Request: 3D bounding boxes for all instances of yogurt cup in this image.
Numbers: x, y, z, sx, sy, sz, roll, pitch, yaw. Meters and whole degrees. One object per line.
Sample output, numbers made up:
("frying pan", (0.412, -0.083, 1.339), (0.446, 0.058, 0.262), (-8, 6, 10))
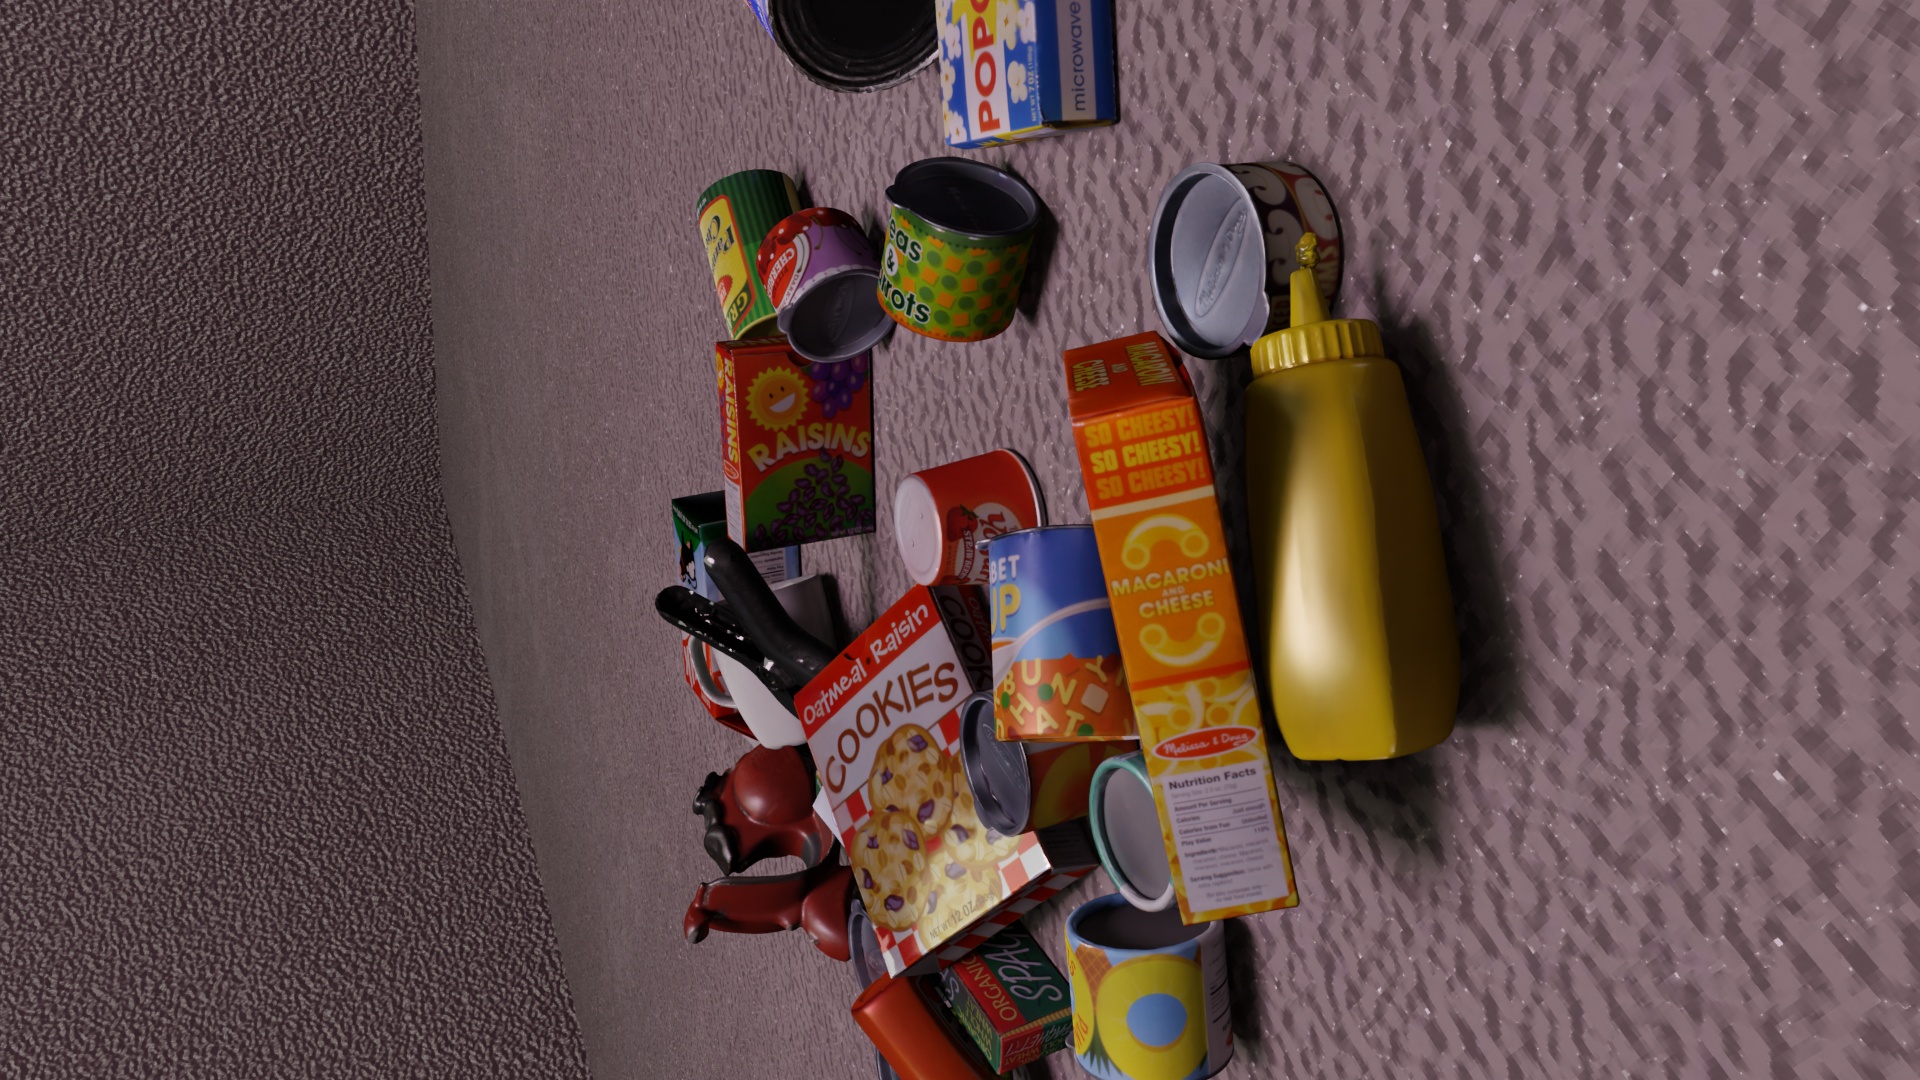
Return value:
("yogurt cup", (0.002, -0.008, 0.677), (0.072, 0.054, 0.072), (31, 126, 58))

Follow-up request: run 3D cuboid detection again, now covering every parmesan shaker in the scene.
("parmesan shaker", (-0.122, -0.169, 0.867), (0.071, 0.071, 0.103), (-50, 54, 58))

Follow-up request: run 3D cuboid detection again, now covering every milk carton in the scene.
("milk carton", (-0.162, 0.062, 1.023), (0.072, 0.073, 0.189), (32, 127, 58))

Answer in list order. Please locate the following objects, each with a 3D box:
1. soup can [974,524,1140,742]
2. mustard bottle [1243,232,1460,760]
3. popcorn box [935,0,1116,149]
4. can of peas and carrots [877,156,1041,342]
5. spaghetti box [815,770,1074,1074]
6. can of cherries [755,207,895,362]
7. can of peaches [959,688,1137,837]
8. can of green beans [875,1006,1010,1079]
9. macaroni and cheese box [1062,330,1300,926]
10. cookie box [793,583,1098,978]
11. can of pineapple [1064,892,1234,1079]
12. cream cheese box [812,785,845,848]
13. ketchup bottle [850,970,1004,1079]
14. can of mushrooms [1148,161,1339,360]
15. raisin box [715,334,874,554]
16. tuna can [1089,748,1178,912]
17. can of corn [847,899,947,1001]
("soup can", (0.042, 0.040, 0.572), (0.071, 0.071, 0.084), (155, 116, -64))
("mustard bottle", (0.116, -0.015, 0.428), (0.048, 0.065, 0.160), (-11, 84, 40))
("popcorn box", (0.024, -0.230, 0.572), (0.085, 0.038, 0.126), (19, 115, 62))
("can of peas and carrots", (-0.004, -0.131, 0.627), (0.071, 0.071, 0.058), (58, 147, 38))
("spaghetti box", (-0.015, 0.202, 0.792), (0.251, 0.050, 0.028), (42, 137, 53))
("can of cherries", (-0.077, -0.143, 0.775), (0.058, 0.072, 0.071), (63, 149, 34))
("can of peaches", (0.039, 0.097, 0.633), (0.071, 0.058, 0.071), (34, 129, 56))
("can of green beans", (-0.010, 0.310, 0.810), (0.071, 0.058, 0.071), (33, 128, 57))
("macaroni and cheese box", (0.072, 0.021, 0.466), (0.124, 0.040, 0.166), (-79, -24, -73))
("cookie box", (-0.015, 0.121, 0.720), (0.122, 0.040, 0.168), (-43, 56, 30))
("can of pineapple", (0.076, 0.184, 0.573), (0.071, 0.071, 0.057), (9, 106, 63))
("cream cheese box", (-0.045, 0.124, 0.804), (0.053, 0.024, 0.103), (31, 96, 56))
("ketchup bottle", (0.002, 0.296, 0.740), (0.149, 0.043, 0.064), (51, 170, 6))
("can of mushrooms", (0.097, -0.094, 0.474), (0.071, 0.033, 0.070), (31, 125, 58))
("raisin box", (-0.099, -0.060, 0.833), (0.040, 0.086, 0.123), (-147, 52, -59))
("tuna can", (0.083, 0.116, 0.577), (0.071, 0.033, 0.070), (34, 129, 56))
("can of corn", (-0.028, 0.241, 0.823), (0.071, 0.058, 0.071), (34, 129, 57))
